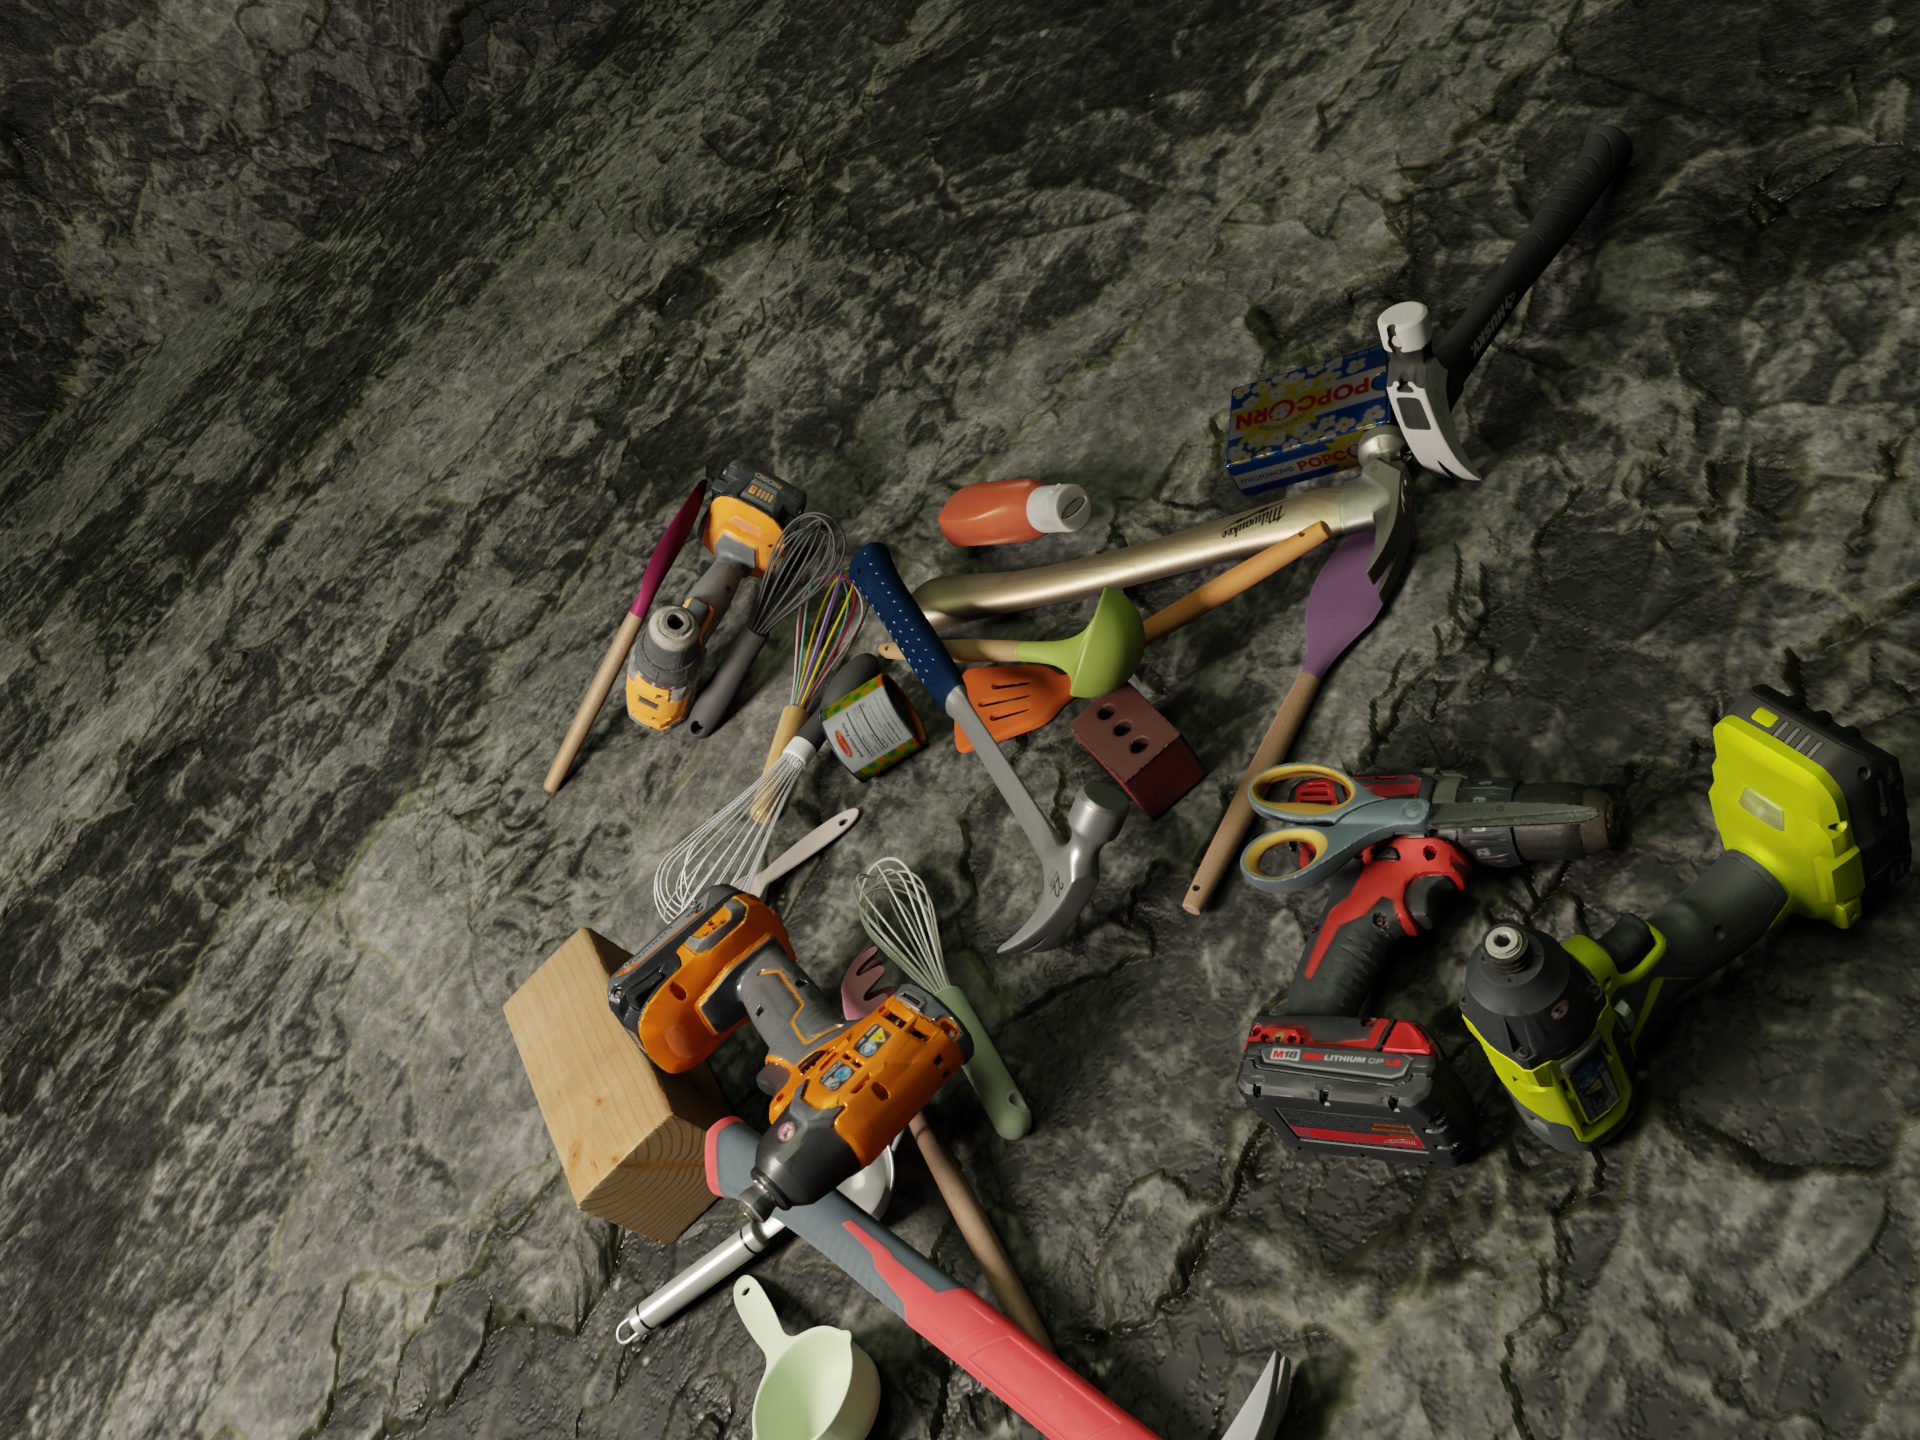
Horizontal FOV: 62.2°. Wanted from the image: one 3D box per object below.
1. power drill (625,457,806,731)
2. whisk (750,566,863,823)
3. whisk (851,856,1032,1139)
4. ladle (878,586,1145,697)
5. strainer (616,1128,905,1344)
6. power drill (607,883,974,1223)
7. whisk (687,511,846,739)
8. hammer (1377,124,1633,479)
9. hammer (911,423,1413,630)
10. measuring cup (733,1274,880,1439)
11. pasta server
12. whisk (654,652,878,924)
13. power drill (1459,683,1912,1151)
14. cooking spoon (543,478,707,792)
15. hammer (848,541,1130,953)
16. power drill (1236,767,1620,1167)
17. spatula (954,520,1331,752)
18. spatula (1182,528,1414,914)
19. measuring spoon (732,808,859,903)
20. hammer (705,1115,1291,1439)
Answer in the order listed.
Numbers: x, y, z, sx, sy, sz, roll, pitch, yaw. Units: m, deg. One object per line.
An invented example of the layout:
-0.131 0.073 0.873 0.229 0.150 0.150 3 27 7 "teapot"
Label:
-0.214 -0.113 1.362 0.226 0.084 0.185 -64 4 -23 "power drill"
-0.129 -0.028 1.316 0.047 0.051 0.245 -1 59 29 "whisk"
-0.014 0.181 1.059 0.059 0.057 0.247 -55 42 20 "whisk"
0.021 -0.056 1.175 0.320 0.062 0.078 4 71 54 "ladle"
-0.125 0.326 1.020 0.258 0.050 0.087 -38 62 10 "strainer"
-0.121 0.205 0.986 0.227 0.084 0.164 23 57 43 "power drill"
-0.167 -0.074 1.330 0.239 0.055 0.055 -55 37 25 "whisk"
0.396 -0.312 1.121 0.035 0.146 0.335 14 54 42 "hammer"
0.131 -0.111 1.185 0.411 0.038 0.146 -11 45 32 "hammer"
-0.099 0.388 0.964 0.083 0.038 0.168 -48 26 -9 "measuring cup"
-0.007 0.264 0.983 0.040 0.060 0.317 -27 48 -8 "pasta server"
-0.144 0.048 1.238 0.070 0.070 0.285 7 51 40 "whisk"
0.344 0.095 0.770 0.223 0.171 0.080 -41 42 -3 "power drill"
-0.297 -0.072 1.409 0.319 0.017 0.069 -60 3 13 "cooking spoon"
-0.002 -0.004 1.142 0.406 0.035 0.144 58 135 47 "hammer"
0.257 0.124 0.881 0.188 0.080 0.227 -4 51 35 "power drill"
0.121 -0.063 1.127 0.322 0.041 0.081 -31 40 37 "spatula"
0.220 -0.008 1.057 0.060 0.018 0.316 10 62 43 "spatula"
-0.125 0.110 1.224 0.124 0.018 0.034 -37 39 -4 "measuring spoon"
-0.004 0.318 0.900 0.387 0.038 0.143 26 74 37 "hammer"
